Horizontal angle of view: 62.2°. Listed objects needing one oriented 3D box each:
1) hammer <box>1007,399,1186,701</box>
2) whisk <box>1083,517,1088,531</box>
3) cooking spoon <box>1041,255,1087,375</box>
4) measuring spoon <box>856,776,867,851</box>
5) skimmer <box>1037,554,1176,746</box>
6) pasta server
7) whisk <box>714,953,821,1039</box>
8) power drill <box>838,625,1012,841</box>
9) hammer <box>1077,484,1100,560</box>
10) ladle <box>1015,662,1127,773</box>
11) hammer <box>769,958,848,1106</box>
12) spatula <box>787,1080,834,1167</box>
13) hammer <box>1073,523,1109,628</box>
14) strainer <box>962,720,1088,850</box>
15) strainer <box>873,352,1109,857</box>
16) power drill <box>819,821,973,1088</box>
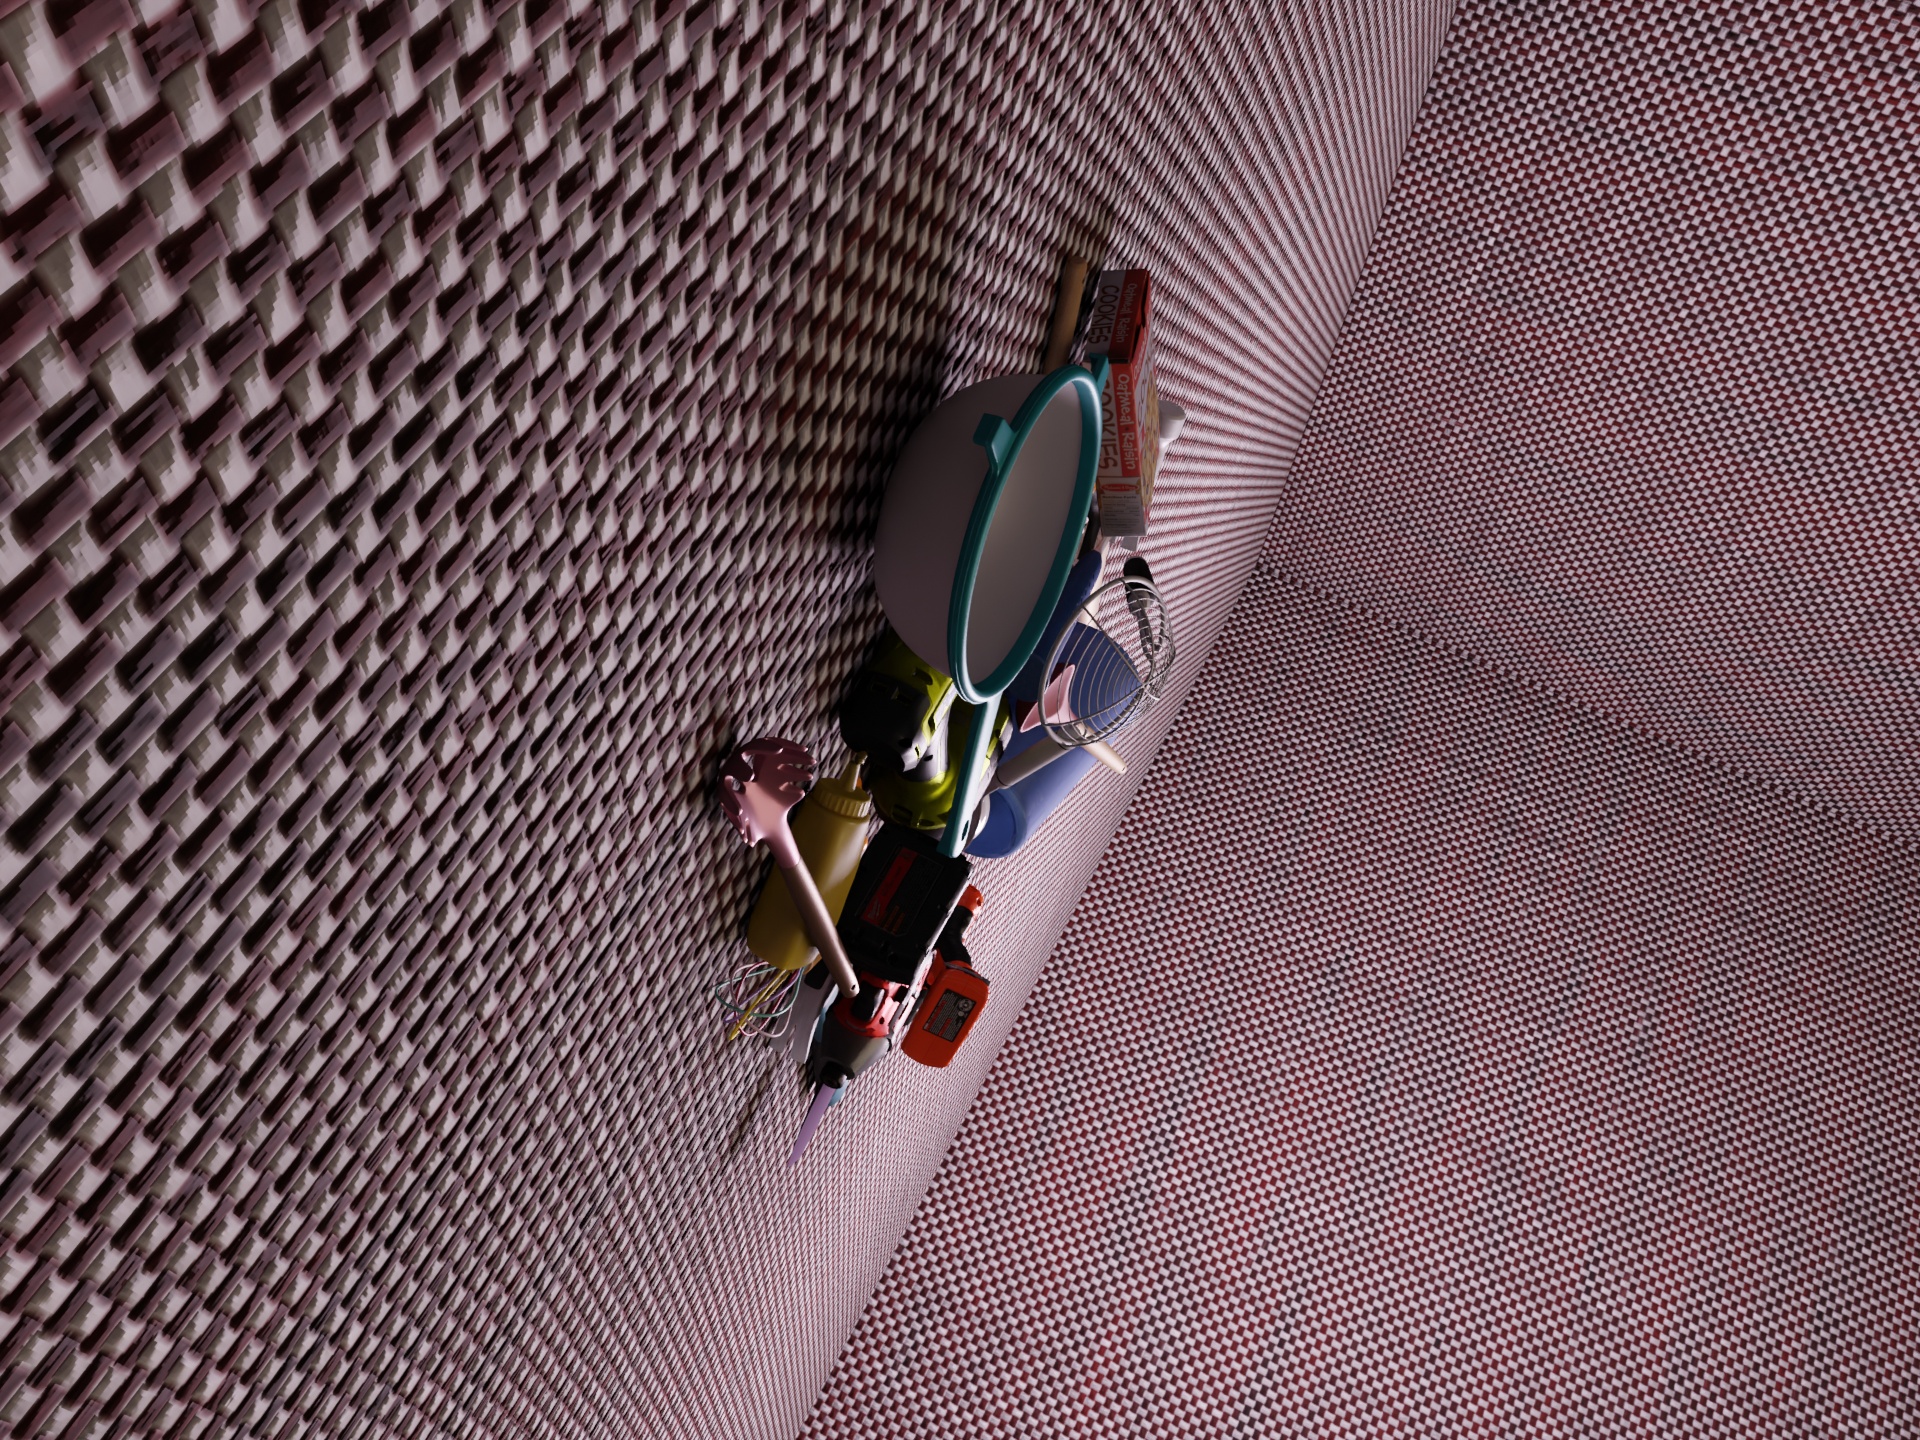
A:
[{"bbox_3d":[0.112,-0.131,1.330,0.406,0.035,0.144,-58,169,-52],"label":"hammer"},{"bbox_3d":[0.068,-0.148,1.255,0.058,0.059,0.246,-54,176,-4],"label":"whisk"},{"bbox_3d":[0.061,-0.221,1.225,0.069,0.017,0.318,-56,166,-37],"label":"cooking spoon"},{"bbox_3d":[-0.078,0.075,1.232,0.021,0.011,0.116,-59,167,-28],"label":"measuring spoon"},{"bbox_3d":[0.111,-0.082,1.214,0.363,0.090,0.127,-77,-176,-70],"label":"skimmer"},{"bbox_3d":[-0.097,0.105,1.005,0.060,0.040,0.315,-45,149,-21],"label":"pasta server"},{"bbox_3d":[-0.128,0.185,1.172,0.245,0.051,0.047,-33,131,-79],"label":"whisk"},{"bbox_3d":[-0.012,-0.023,1.171,0.191,0.080,0.228,-61,165,-22],"label":"power drill"},{"bbox_3d":[0.102,-0.200,1.351,0.337,0.034,0.127,-25,137,-79],"label":"hammer"},{"bbox_3d":[0.104,0.008,1.379,0.069,0.031,0.315,-50,156,1],"label":"ladle"},{"bbox_3d":[-0.120,0.280,1.430,0.128,0.033,0.330,-60,168,-28],"label":"hammer"},{"bbox_3d":[-0.085,0.249,1.395,0.316,0.018,0.059,-66,169,2],"label":"spatula"},{"bbox_3d":[0.141,-0.111,1.779,0.146,0.038,0.410,-62,168,-22],"label":"hammer"},{"bbox_3d":[0.034,0.050,1.303,0.258,0.050,0.087,-35,-123,53],"label":"strainer"},{"bbox_3d":[-0.007,-0.069,1.000,0.211,0.095,0.340,-44,151,-57],"label":"strainer"},{"bbox_3d":[-0.062,0.190,1.232,0.143,0.078,0.219,-59,170,-36],"label":"power drill"}]
